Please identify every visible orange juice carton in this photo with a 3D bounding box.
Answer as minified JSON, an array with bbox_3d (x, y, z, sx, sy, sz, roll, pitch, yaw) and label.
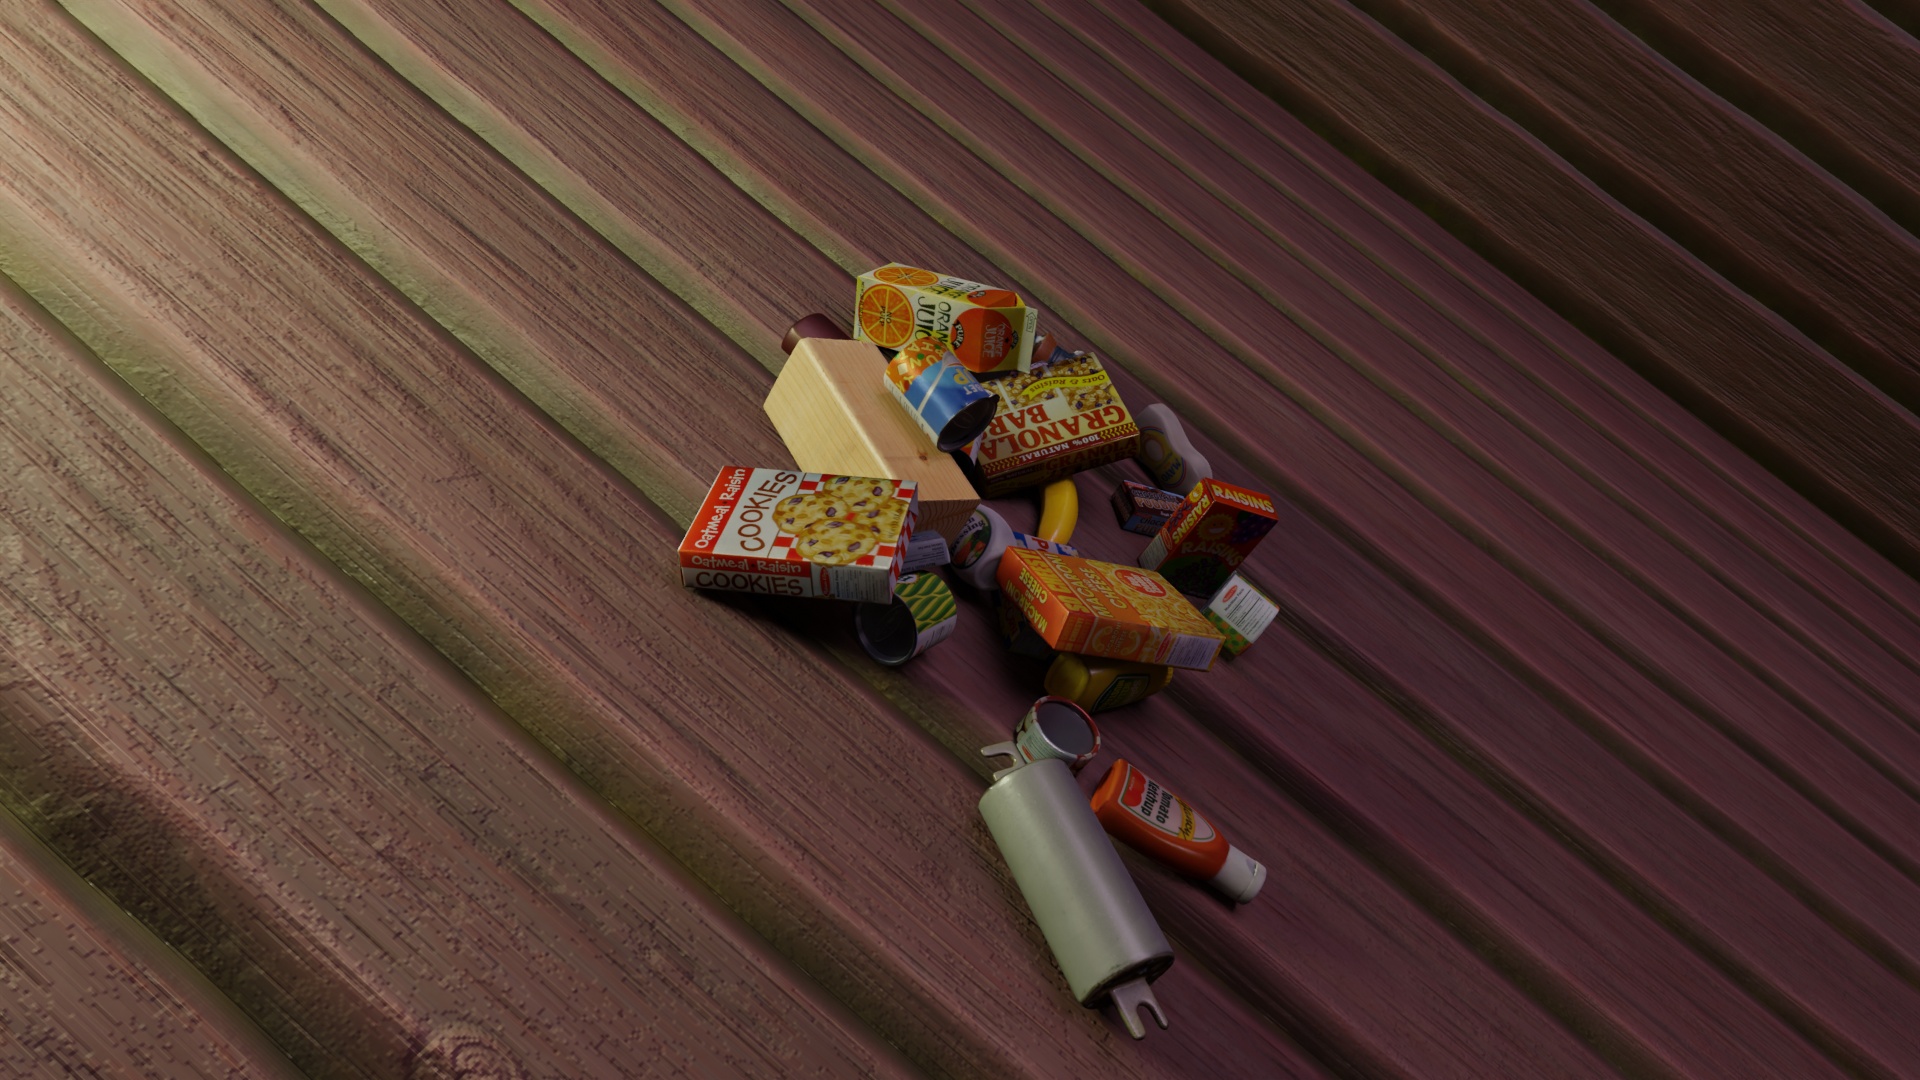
[{"bbox_3d":[-0.010,-0.228,1.443,0.193,0.071,0.073,18,29,22],"label":"orange juice carton"}]

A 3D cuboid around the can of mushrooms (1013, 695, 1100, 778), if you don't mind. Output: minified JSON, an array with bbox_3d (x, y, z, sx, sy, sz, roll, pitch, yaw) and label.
[{"bbox_3d":[0.081,0.162,1.151,0.071,0.033,0.071,22,37,-17],"label":"can of mushrooms"}]

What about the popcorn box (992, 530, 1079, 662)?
[{"bbox_3d":[0.075,0.052,1.273,0.085,0.038,0.127,16,39,-26],"label":"popcorn box"}]

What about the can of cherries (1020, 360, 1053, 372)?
[{"bbox_3d":[0.090,-0.152,1.500,0.072,0.071,0.058,-17,60,-49],"label":"can of cherries"}]

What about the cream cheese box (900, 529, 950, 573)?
[{"bbox_3d":[-0.064,0.015,1.153,0.104,0.024,0.053,-12,8,-8],"label":"cream cheese box"}]

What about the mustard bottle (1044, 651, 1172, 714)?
[{"bbox_3d":[0.145,0.117,1.233,0.160,0.065,0.049,-2,44,-45],"label":"mustard bottle"}]

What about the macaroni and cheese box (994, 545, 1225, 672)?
[{"bbox_3d":[0.128,0.060,1.207,0.167,0.040,0.124,10,22,-29],"label":"macaroni and cheese box"}]

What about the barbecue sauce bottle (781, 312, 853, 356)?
[{"bbox_3d":[-0.105,-0.162,1.375,0.148,0.043,0.065,42,36,9],"label":"barbecue sauce bottle"}]

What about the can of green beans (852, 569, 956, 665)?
[{"bbox_3d":[-0.045,0.062,1.137,0.071,0.071,0.058,46,35,15],"label":"can of green beans"}]

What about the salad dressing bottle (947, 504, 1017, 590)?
[{"bbox_3d":[0.005,-0.016,1.277,0.044,0.064,0.148,28,21,-40],"label":"salad dressing bottle"}]

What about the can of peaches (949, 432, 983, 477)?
[{"bbox_3d":[-0.014,-0.101,1.341,0.071,0.071,0.058,24,61,-15],"label":"can of peaches"}]

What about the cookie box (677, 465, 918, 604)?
[{"bbox_3d":[-0.126,-0.006,1.110,0.167,0.040,0.123,5,36,7],"label":"cookie box"}]

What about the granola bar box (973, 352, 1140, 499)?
[{"bbox_3d":[0.083,-0.119,1.411,0.166,0.038,0.125,-17,53,-10],"label":"granola bar box"}]

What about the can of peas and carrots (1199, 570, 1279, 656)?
[{"bbox_3d":[0.276,0.074,1.392,0.059,0.070,0.071,40,35,7],"label":"can of peas and carrots"}]

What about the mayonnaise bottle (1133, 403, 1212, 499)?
[{"bbox_3d":[0.245,-0.081,1.554,0.041,0.064,0.148,-9,57,-46],"label":"mayonnaise bottle"}]

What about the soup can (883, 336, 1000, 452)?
[{"bbox_3d":[-0.016,-0.132,1.231,0.071,0.071,0.084,-15,58,-48],"label":"soup can"}]

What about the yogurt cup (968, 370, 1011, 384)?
[{"bbox_3d":[0.024,-0.203,1.514,0.072,0.072,0.054,10,50,-32],"label":"yogurt cup"}]

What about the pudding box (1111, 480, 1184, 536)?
[{"bbox_3d":[0.207,-0.030,1.487,0.084,0.030,0.050,14,39,-28],"label":"pudding box"}]

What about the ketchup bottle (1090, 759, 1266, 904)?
[{"bbox_3d":[0.177,0.241,1.128,0.149,0.043,0.065,34,34,-3],"label":"ketchup bottle"}]

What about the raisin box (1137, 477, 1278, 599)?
[{"bbox_3d":[0.250,-0.002,1.407,0.086,0.122,0.040,15,40,-26],"label":"raisin box"}]
